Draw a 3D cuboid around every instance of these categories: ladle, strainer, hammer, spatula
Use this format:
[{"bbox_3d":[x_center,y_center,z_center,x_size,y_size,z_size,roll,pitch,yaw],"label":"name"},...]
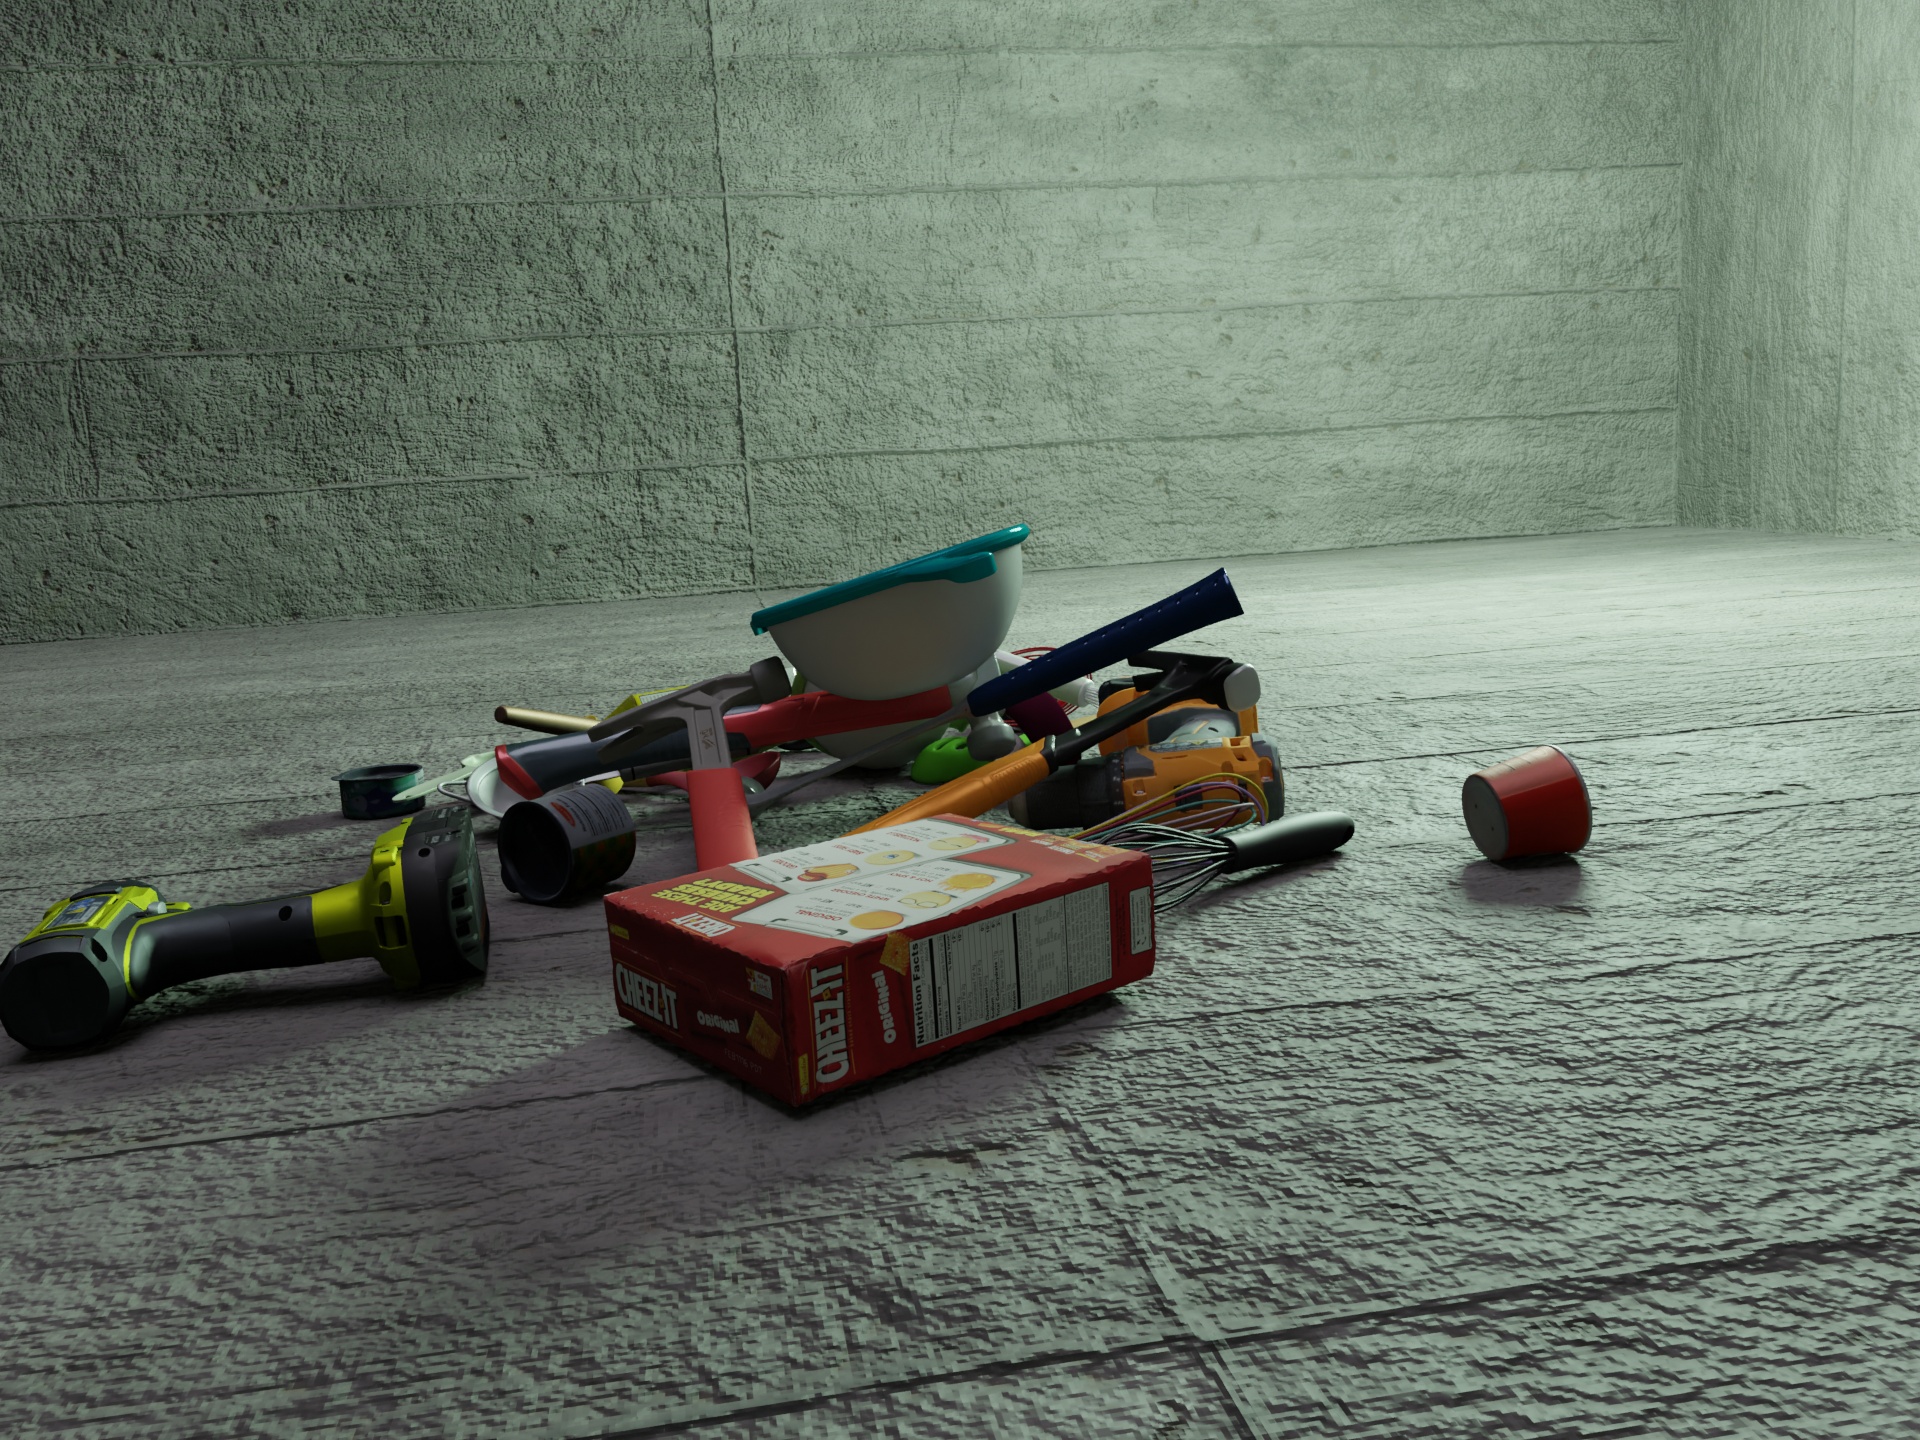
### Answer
[{"bbox_3d":[-0.275,0.047,1.310,0.315,0.031,0.069,0,27,31],"label":"ladle"},{"bbox_3d":[-0.109,0.010,1.316,0.256,0.151,0.069,-23,42,-7],"label":"strainer"},{"bbox_3d":[-0.002,-0.003,1.080,0.405,0.035,0.144,-24,7,11],"label":"hammer"},{"bbox_3d":[-0.158,-0.011,1.215,0.386,0.143,0.038,-9,-23,-14],"label":"hammer"},{"bbox_3d":[-0.263,0.042,1.218,0.258,0.050,0.087,-13,38,-15],"label":"strainer"},{"bbox_3d":[0.036,0.030,1.043,0.337,0.034,0.127,-26,20,-27],"label":"hammer"},{"bbox_3d":[-0.022,-0.064,1.092,0.211,0.095,0.340,-20,8,-13],"label":"strainer"},{"bbox_3d":[-0.162,0.054,0.999,0.149,0.036,0.359,-22,25,-3],"label":"hammer"},{"bbox_3d":[-0.261,0.015,1.286,0.060,0.018,0.315,-5,-9,27],"label":"spatula"}]

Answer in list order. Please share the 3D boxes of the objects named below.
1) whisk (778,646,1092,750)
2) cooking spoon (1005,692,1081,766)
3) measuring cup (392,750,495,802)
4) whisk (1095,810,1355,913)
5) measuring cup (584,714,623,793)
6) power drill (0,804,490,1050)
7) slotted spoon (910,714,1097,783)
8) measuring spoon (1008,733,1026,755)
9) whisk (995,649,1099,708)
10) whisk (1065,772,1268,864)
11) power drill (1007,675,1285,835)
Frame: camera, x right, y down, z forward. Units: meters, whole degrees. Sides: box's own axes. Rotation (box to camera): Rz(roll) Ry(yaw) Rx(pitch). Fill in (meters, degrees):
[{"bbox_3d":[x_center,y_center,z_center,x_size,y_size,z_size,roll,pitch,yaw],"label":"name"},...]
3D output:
[{"bbox_3d":[-0.027,-0.012,1.437,0.296,0.073,0.073,-11,9,5],"label":"whisk"},{"bbox_3d":[0.022,-0.030,1.350,0.017,0.068,0.319,-16,29,-21],"label":"cooking spoon"},{"bbox_3d":[-0.387,0.057,1.264,0.083,0.038,0.167,1,13,25],"label":"measuring cup"},{"bbox_3d":[0.158,0.077,0.946,0.239,0.055,0.055,-7,10,-40],"label":"whisk"},{"bbox_3d":[-0.305,0.032,1.311,0.062,0.029,0.157,-20,22,-4],"label":"measuring cup"},{"bbox_3d":[-0.377,0.107,0.864,0.223,0.080,0.171,-9,11,-14],"label":"power drill"},{"bbox_3d":[0.076,0.013,1.389,0.070,0.031,0.313,6,12,43],"label":"slotted spoon"},{"bbox_3d":[0.048,0.034,1.247,0.034,0.018,0.124,17,15,-16],"label":"measuring spoon"},{"bbox_3d":[0.112,-0.021,1.335,0.246,0.059,0.058,21,26,32],"label":"whisk"},{"bbox_3d":[0.078,0.074,0.985,0.245,0.047,0.051,-10,34,-14],"label":"whisk"},{"bbox_3d":[0.134,0.027,1.150,0.185,0.084,0.226,-6,14,9],"label":"power drill"}]
